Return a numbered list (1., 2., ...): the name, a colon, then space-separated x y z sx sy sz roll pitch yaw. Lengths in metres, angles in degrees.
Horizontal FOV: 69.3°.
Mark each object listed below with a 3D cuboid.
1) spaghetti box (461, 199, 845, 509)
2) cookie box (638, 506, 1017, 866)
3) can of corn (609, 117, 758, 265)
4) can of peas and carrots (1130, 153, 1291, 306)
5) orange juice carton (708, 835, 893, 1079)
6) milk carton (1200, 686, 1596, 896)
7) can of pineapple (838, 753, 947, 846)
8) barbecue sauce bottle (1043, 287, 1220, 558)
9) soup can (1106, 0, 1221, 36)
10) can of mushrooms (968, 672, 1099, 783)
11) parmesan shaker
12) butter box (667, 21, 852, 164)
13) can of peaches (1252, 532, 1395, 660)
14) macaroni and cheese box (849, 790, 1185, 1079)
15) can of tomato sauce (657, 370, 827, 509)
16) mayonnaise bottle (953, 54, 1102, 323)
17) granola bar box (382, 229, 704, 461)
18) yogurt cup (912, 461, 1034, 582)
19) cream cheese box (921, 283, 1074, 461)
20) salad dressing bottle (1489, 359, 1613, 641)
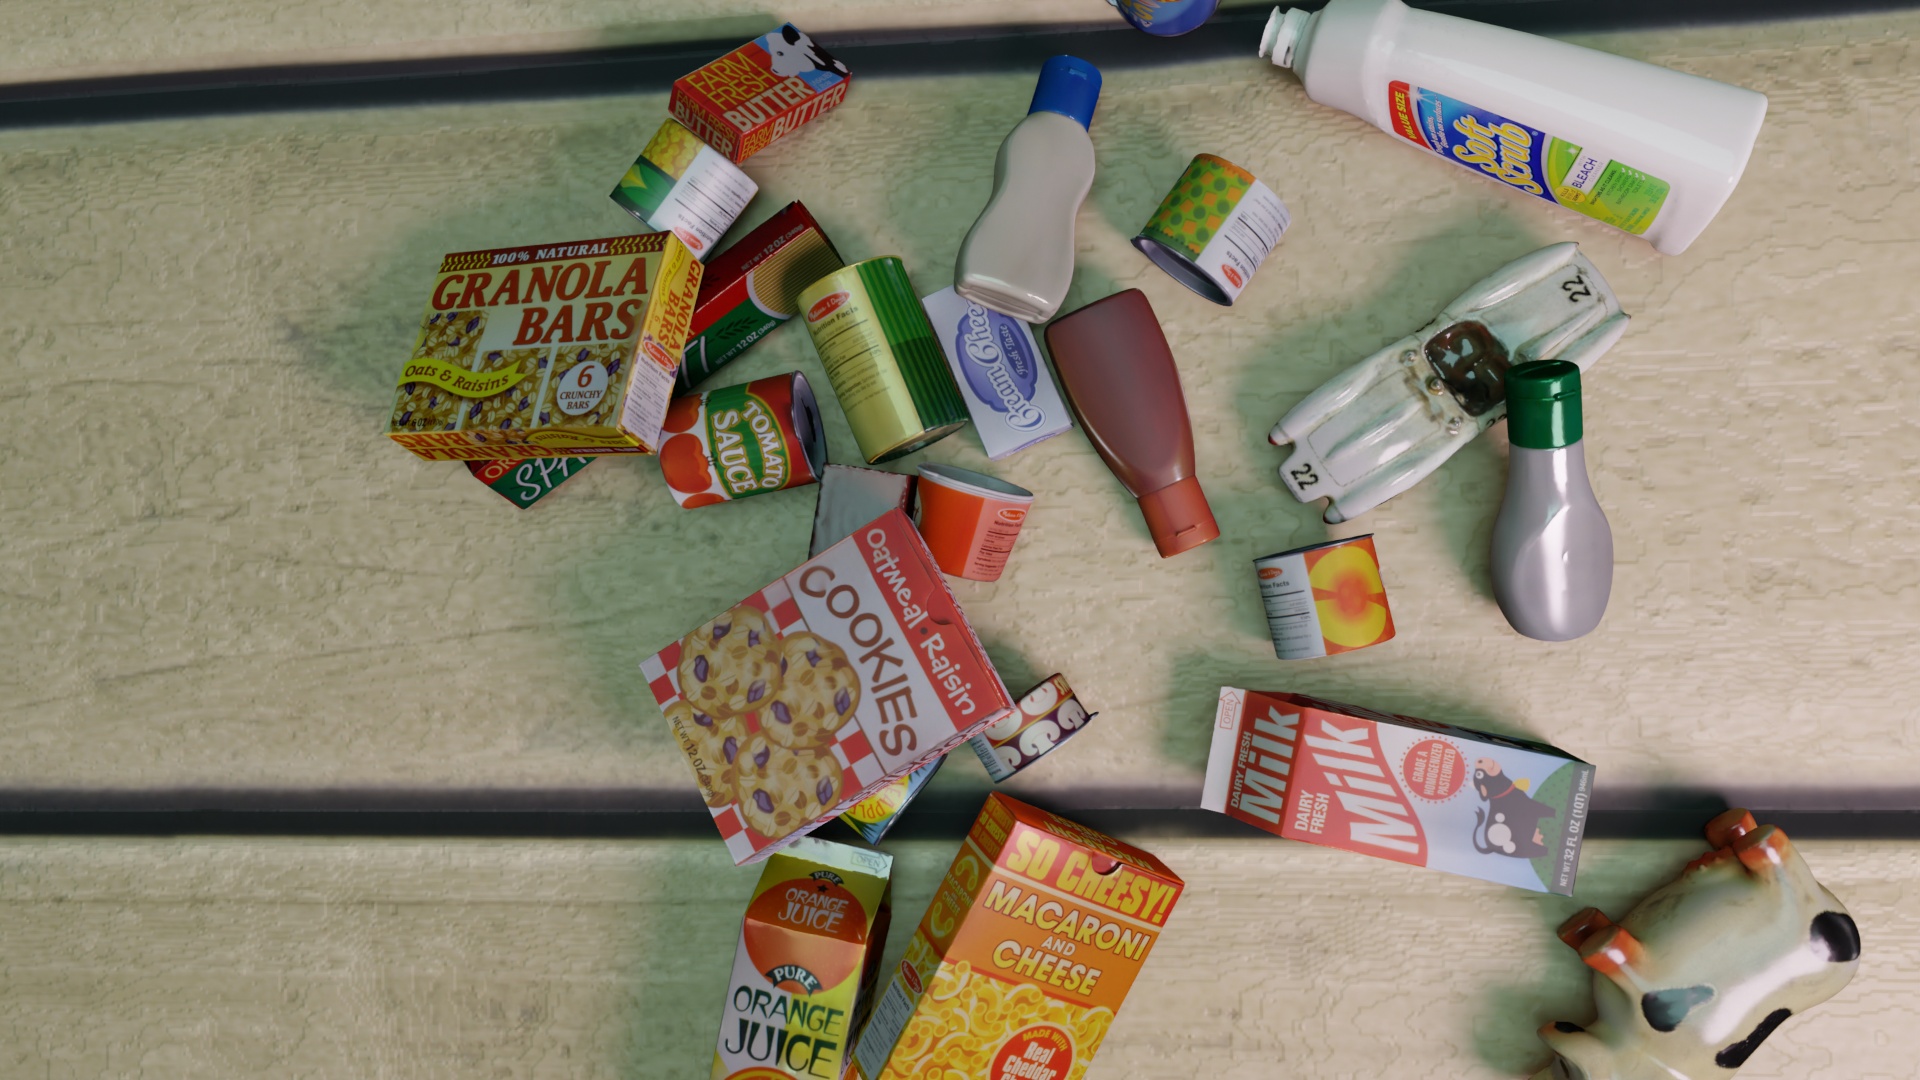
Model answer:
1. spaghetti box: -0.180 -0.106 0.817 0.250 0.050 0.029 -35 56 5
2. cookie box: -0.072 0.078 0.745 0.167 0.040 0.123 -31 75 6
3. can of corn: -0.162 -0.205 0.812 0.071 0.071 0.058 38 93 6
4. can of peas and carrots: 0.139 -0.174 0.776 0.071 0.071 0.058 36 93 6
5. orange juice carton: -0.091 0.265 0.790 0.072 0.073 0.192 12 90 9
6. milk carton: 0.231 0.131 0.754 0.191 0.073 0.072 10 91 7
7. can of pineapple: -0.050 0.130 0.789 0.058 0.071 0.071 38 94 7
8. barbecue sauce bottle: 0.102 -0.064 0.788 0.065 0.043 0.148 -23 87 5
9. soup can: 0.114 -0.327 0.771 0.071 0.084 0.071 0 90 7
10. can of mushrooms: 0.040 0.104 0.781 0.071 0.071 0.033 -34 84 5
11. parmesan shaker: -0.046 -0.101 0.797 0.071 0.071 0.103 -24 87 6
12. butter box: -0.114 -0.258 0.797 0.053 0.024 0.104 39 51 6
13. can of peaches: 0.202 0.031 0.764 0.071 0.071 0.058 -13 88 7
14. macaroni and cheese box: 0.034 0.236 0.763 0.123 0.040 0.166 26 93 -27
15. can of tomato sauce: -0.126 -0.057 0.802 0.083 0.071 0.071 -12 88 7
16. mayonnaise bottle: 0.045 -0.201 0.786 0.065 0.041 0.148 19 78 -9
17. granola bar box: -0.237 -0.109 0.789 0.165 0.039 0.124 0 67 23
18. yogurt cup: 0.003 -0.010 0.790 0.072 0.072 0.054 17 99 7
19. cream cheese box: 0.021 -0.103 0.808 0.053 0.024 0.104 -24 86 7
20. salad dressing bottle: 0.311 -0.021 0.735 0.064 0.044 0.147 -15 111 -10
